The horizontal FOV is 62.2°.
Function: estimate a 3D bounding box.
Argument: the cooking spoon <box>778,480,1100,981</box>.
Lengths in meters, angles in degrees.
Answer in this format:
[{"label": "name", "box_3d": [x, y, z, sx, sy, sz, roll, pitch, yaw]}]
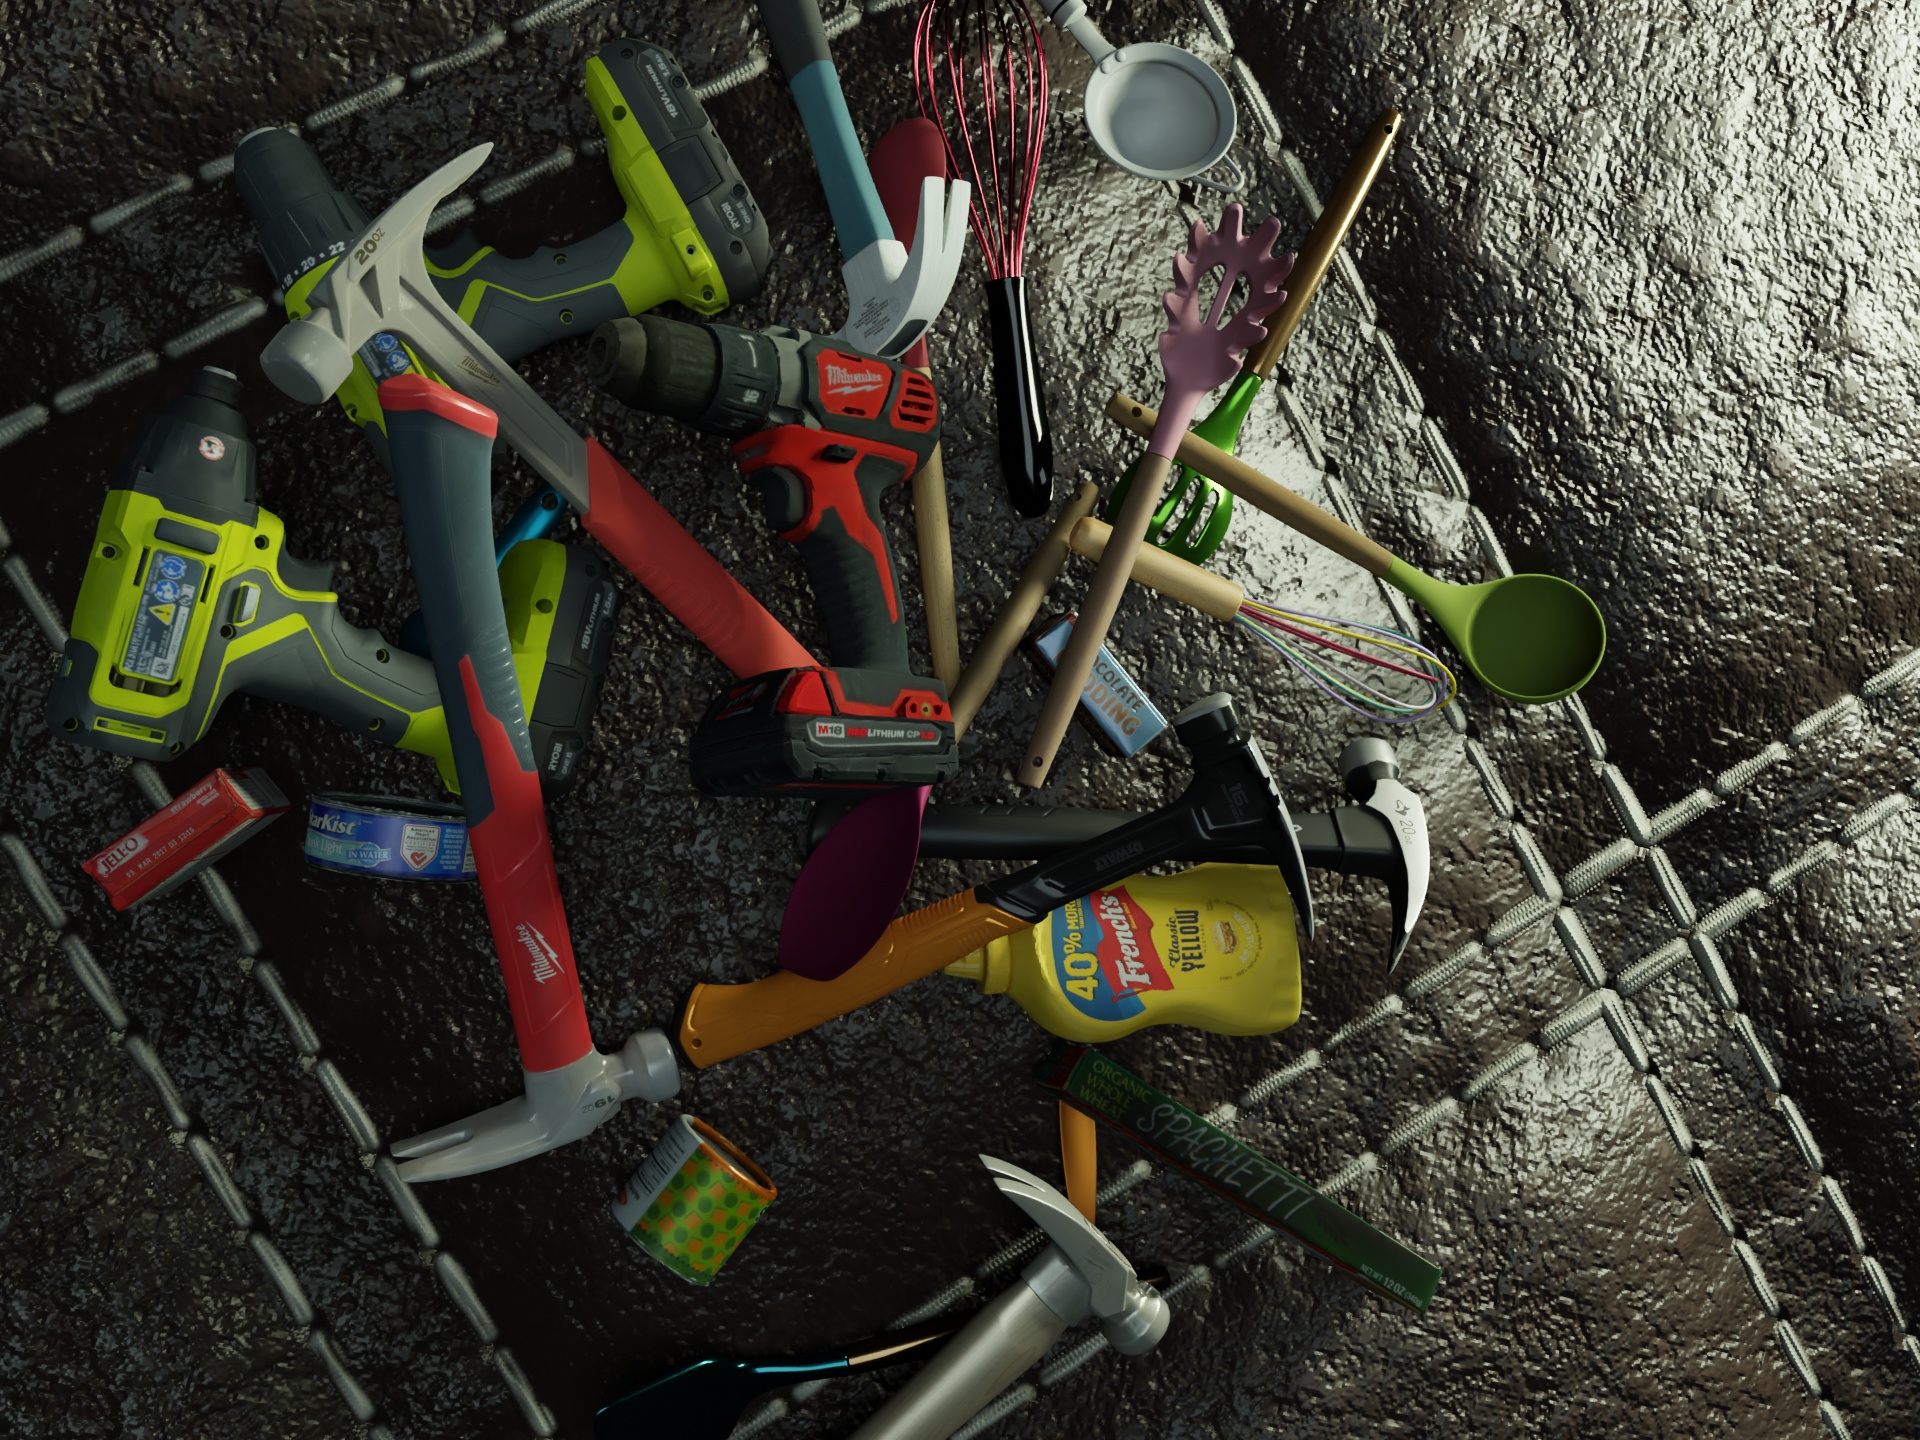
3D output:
[{"label": "cooking spoon", "box_3d": [-0.001, -0.003, 0.831, 0.319, 0.069, 0.017, -60, 138, -22]}]

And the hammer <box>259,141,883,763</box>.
[{"label": "hammer", "box_3d": [-0.150, -0.097, 0.774, 0.358, 0.037, 0.149, 46, 57, -29]}]

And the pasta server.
[{"label": "pasta server", "box_3d": [0.093, -0.113, 0.826, 0.060, 0.040, 0.316, 22, 89, 3]}]

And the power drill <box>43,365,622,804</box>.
[{"label": "power drill", "box_3d": [-0.281, -0.051, 0.740, 0.223, 0.080, 0.171, 17, 84, -37]}]

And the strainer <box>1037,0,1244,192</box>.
[{"label": "strainer", "box_3d": [0.066, -0.384, 0.879, 0.087, 0.050, 0.258, -39, 91, -15]}]

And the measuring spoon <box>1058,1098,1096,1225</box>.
[{"label": "measuring spoon", "box_3d": [0.065, 0.250, 0.887, 0.021, 0.011, 0.117, -2, 86, -16]}]

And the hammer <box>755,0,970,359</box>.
[{"label": "hammer", "box_3d": [-0.083, -0.348, 0.828, 0.033, 0.128, 0.331, -13, 84, -48]}]

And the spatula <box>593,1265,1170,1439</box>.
[{"label": "spatula", "box_3d": [-0.033, 0.344, 0.848, 0.317, 0.044, 0.082, -11, 110, -13]}]

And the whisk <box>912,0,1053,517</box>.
[{"label": "whisk", "box_3d": [0.021, -0.257, 0.861, 0.073, 0.073, 0.296, -9, 96, -11]}]

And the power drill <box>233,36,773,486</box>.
[{"label": "power drill", "box_3d": [-0.230, -0.244, 0.802, 0.228, 0.080, 0.190, -30, 96, -7]}]

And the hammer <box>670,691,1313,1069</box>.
[{"label": "hammer", "box_3d": [0.007, 0.109, 0.806, 0.337, 0.034, 0.127, -24, 96, 11]}]

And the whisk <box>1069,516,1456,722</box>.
[{"label": "whisk", "box_3d": [0.172, -0.059, 0.884, 0.245, 0.047, 0.051, 23, 83, -15]}]

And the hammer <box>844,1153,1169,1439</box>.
[{"label": "hammer", "box_3d": [-0.082, 0.402, 0.817, 0.410, 0.038, 0.146, -42, 115, -4]}]

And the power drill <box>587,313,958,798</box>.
[{"label": "power drill", "box_3d": [-0.086, -0.080, 0.756, 0.187, 0.080, 0.227, 4, 78, -43]}]

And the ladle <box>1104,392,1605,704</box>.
[{"label": "ladle", "box_3d": [0.221, -0.101, 0.880, 0.320, 0.062, 0.078, 27, 77, -15]}]

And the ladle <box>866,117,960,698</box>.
[{"label": "ladle", "box_3d": [-0.021, -0.163, 0.857, 0.031, 0.069, 0.315, -10, 98, -37]}]

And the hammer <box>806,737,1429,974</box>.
[{"label": "hammer", "box_3d": [0.086, 0.065, 0.851, 0.334, 0.146, 0.035, 2, 133, -4]}]

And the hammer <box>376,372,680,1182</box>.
[{"label": "hammer", "box_3d": [-0.225, 0.038, 0.726, 0.143, 0.038, 0.386, -16, 118, -24]}]

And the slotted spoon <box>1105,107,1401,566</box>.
[{"label": "slotted spoon", "box_3d": [0.175, -0.218, 0.905, 0.070, 0.031, 0.314, 31, 82, -14]}]

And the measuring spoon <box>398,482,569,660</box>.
[{"label": "measuring spoon", "box_3d": [-0.243, -0.075, 0.822, 0.042, 0.021, 0.128, 37, 84, -9]}]
